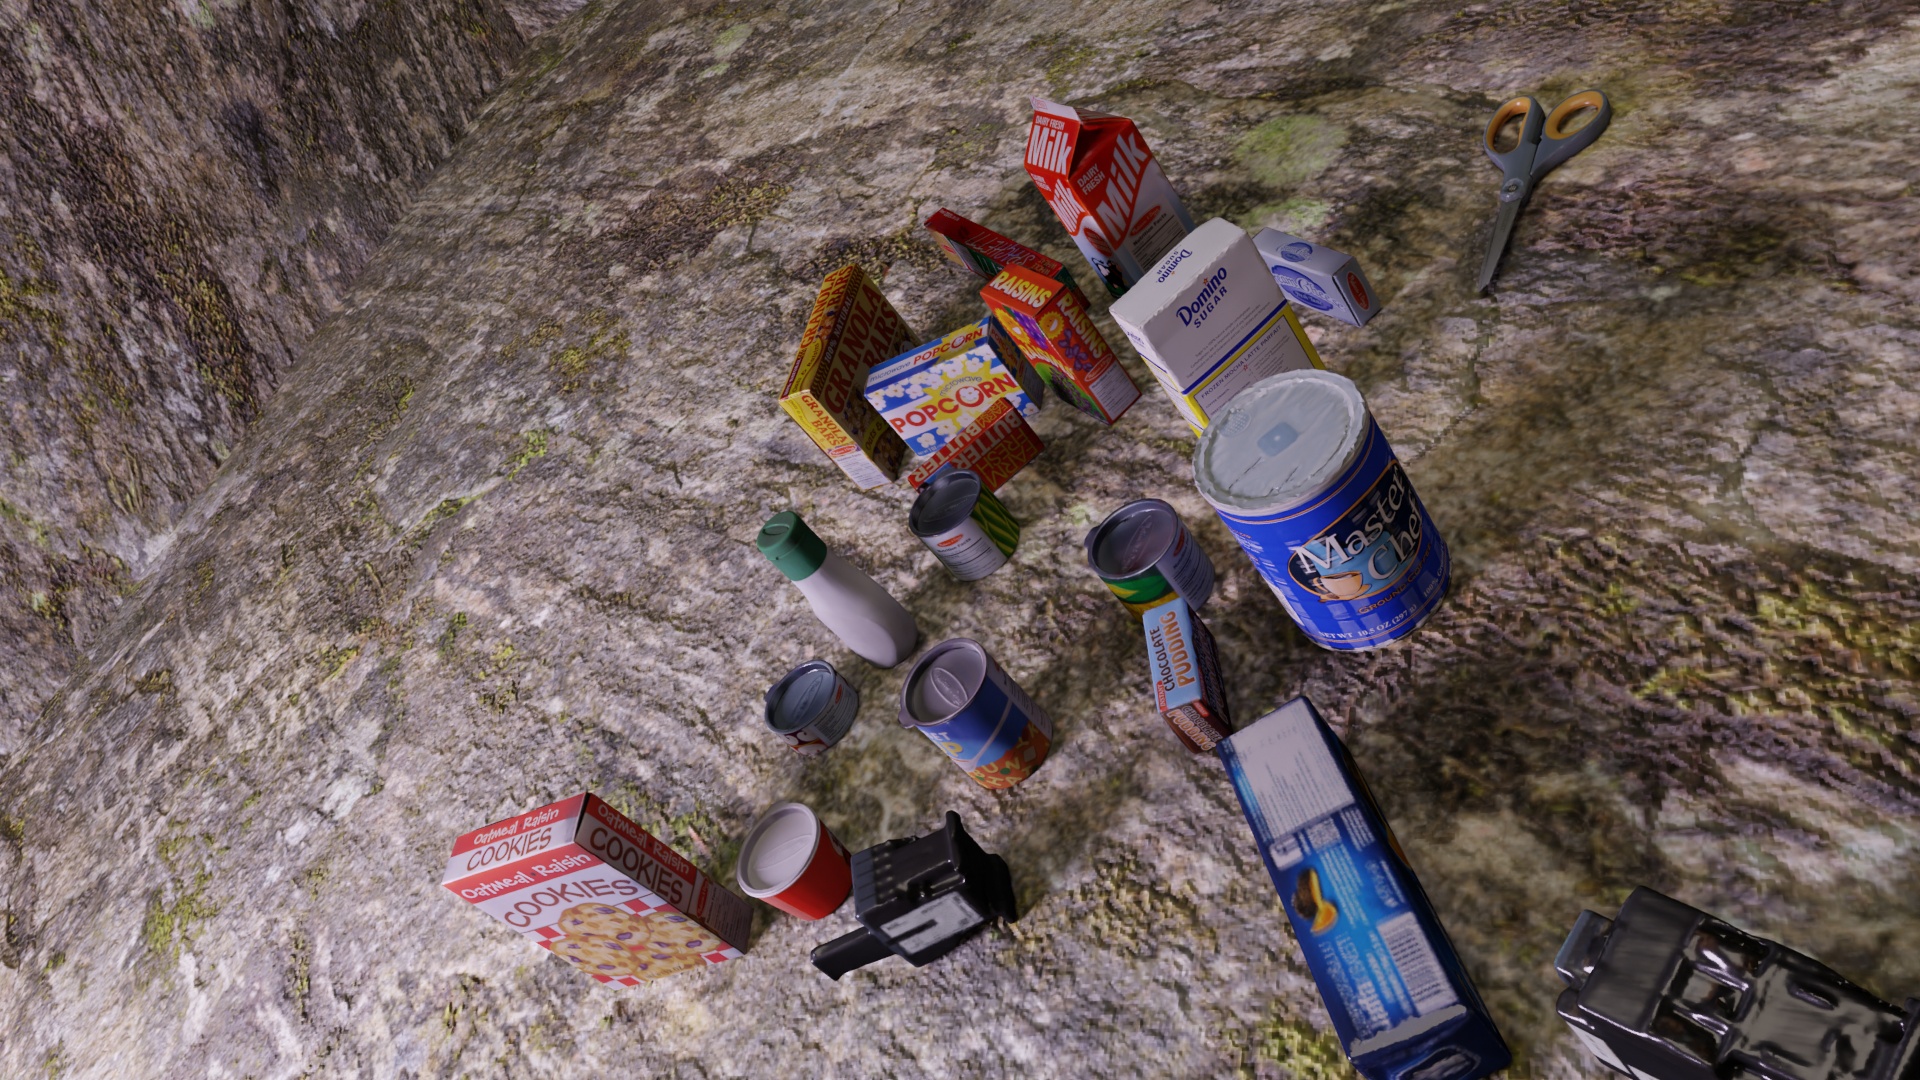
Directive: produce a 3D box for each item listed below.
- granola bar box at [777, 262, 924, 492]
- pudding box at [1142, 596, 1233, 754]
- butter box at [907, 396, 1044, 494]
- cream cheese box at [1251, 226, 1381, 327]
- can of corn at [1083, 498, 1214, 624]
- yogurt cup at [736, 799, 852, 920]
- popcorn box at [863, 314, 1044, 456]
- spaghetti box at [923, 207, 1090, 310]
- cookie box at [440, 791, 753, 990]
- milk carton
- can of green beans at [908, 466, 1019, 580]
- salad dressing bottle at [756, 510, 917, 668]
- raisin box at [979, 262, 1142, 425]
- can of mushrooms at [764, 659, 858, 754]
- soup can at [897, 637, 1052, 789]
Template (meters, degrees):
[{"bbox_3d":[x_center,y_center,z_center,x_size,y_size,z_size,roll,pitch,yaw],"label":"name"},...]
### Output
[{"bbox_3d":[-0.090,-0.145,1.230,0.039,0.124,0.166,-16,43,32],"label":"granola bar box"},{"bbox_3d":[0.138,0.082,0.848,0.030,0.049,0.084,-25,39,21],"label":"pudding box"},{"bbox_3d":[0.013,-0.062,1.110,0.103,0.053,0.024,-41,36,1],"label":"butter box"},{"bbox_3d":[0.258,-0.195,1.022,0.024,0.053,0.104,-44,36,-3],"label":"cream cheese box"},{"bbox_3d":[0.125,0.015,0.922,0.071,0.058,0.071,-25,39,22],"label":"can of corn"},{"bbox_3d":[-0.107,0.218,0.928,0.072,0.053,0.073,-25,39,22],"label":"yogurt cup"},{"bbox_3d":[-0.006,-0.127,1.168,0.126,0.085,0.038,-19,41,28],"label":"popcorn box"},{"bbox_3d":[0.039,-0.259,1.294,0.029,0.050,0.251,-44,36,-3],"label":"spaghetti box"},{"bbox_3d":[-0.241,0.238,0.933,0.122,0.167,0.040,-22,40,25],"label":"cookie box"},{"bbox_3d":[0.120,-0.280,1.121,0.073,0.190,0.072,-45,36,-4],"label":"milk carton"},{"bbox_3d":[0.003,-0.012,1.062,0.071,0.057,0.071,-25,39,22],"label":"can of green beans"},{"bbox_3d":[-0.090,0.037,1.021,0.064,0.147,0.044,-1,52,43],"label":"salad dressing bottle"},{"bbox_3d":[0.079,-0.154,1.085,0.040,0.123,0.086,-45,36,-4],"label":"raisin box"},{"bbox_3d":[-0.114,0.125,1.048,0.071,0.033,0.071,-25,39,22],"label":"can of mushrooms"},{"bbox_3d":[0.009,0.115,0.903,0.071,0.083,0.072,-25,39,22],"label":"soup can"}]
